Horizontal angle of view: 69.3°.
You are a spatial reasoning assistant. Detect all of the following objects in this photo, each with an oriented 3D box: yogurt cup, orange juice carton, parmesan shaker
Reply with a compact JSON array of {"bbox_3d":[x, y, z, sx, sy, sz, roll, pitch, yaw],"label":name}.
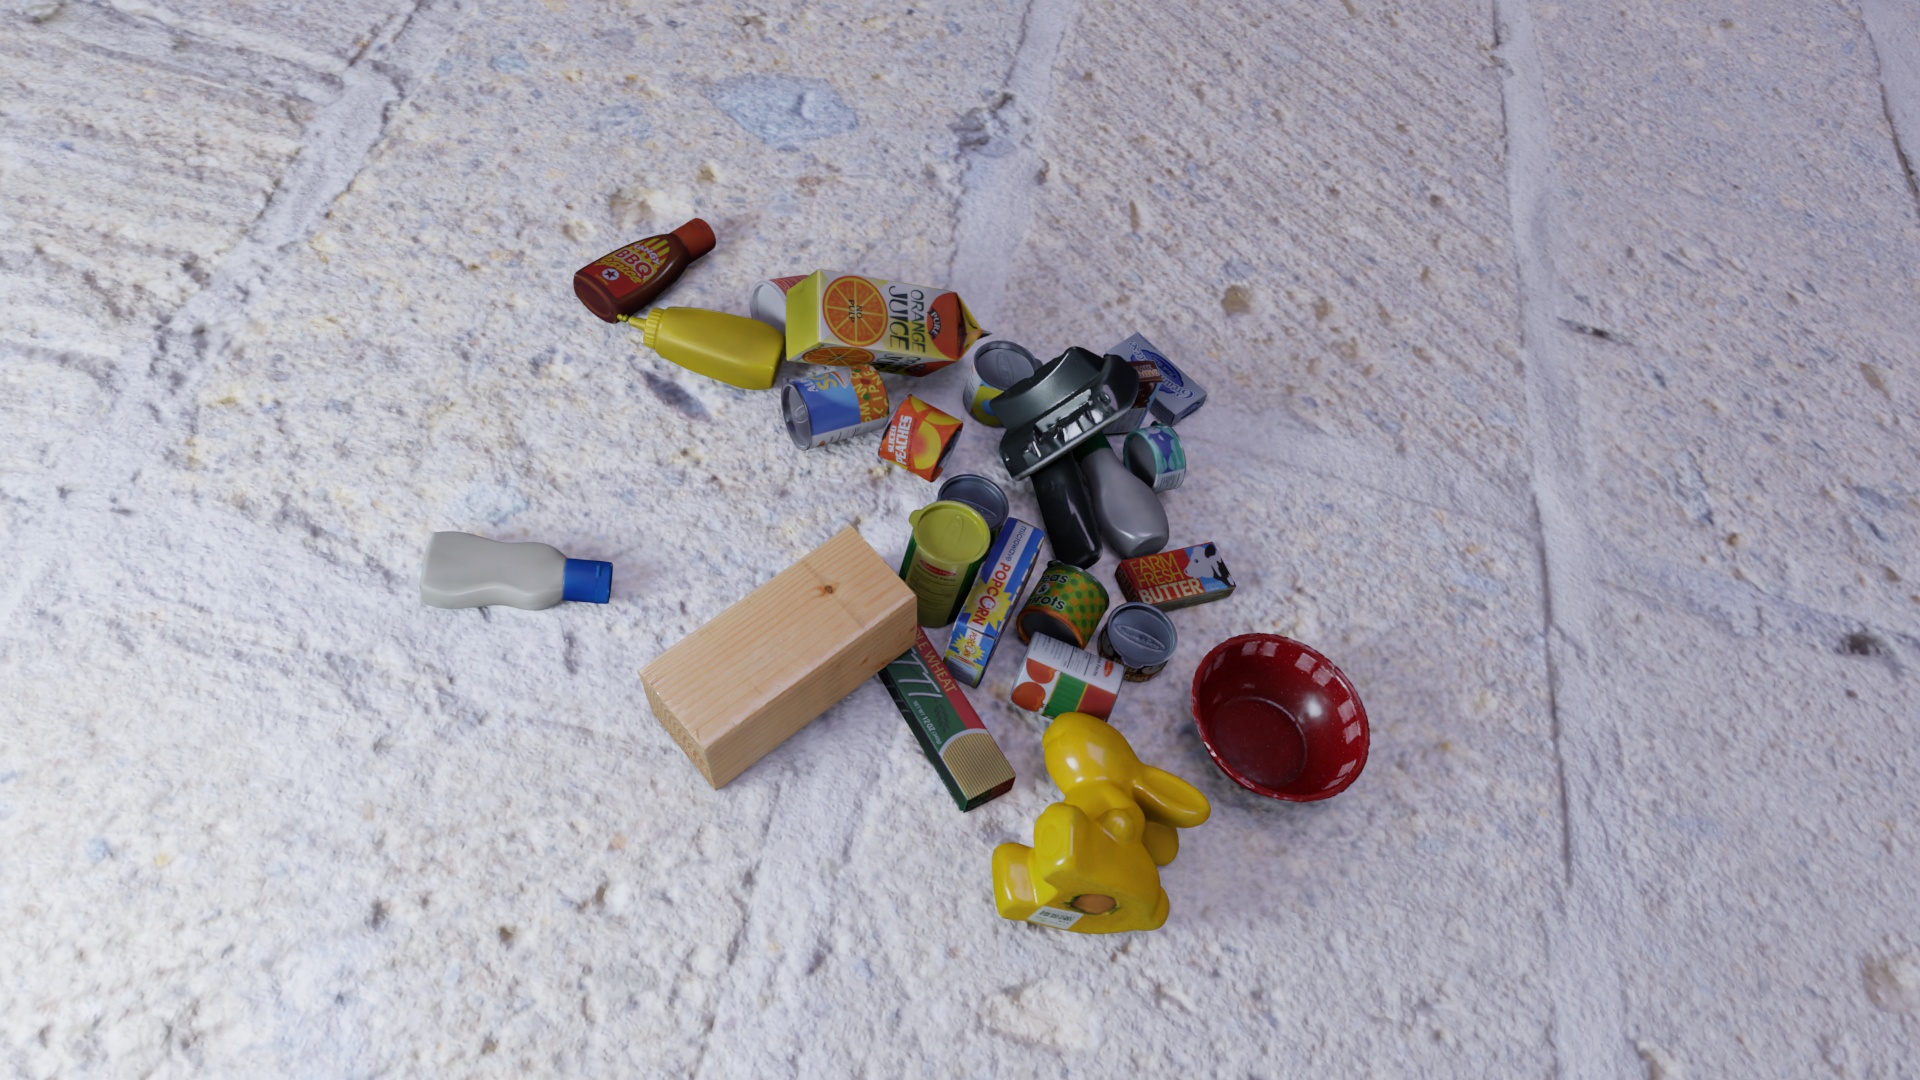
[{"bbox_3d":[-0.168,-0.230,1.372,0.054,0.072,0.072,-26,65,-37],"label":"yogurt cup"},{"bbox_3d":[-0.067,-0.205,1.344,0.193,0.071,0.073,3,80,-32],"label":"orange juice carton"},{"bbox_3d":[-0.020,0.020,1.205,0.071,0.102,0.071,7,54,-10],"label":"parmesan shaker"}]

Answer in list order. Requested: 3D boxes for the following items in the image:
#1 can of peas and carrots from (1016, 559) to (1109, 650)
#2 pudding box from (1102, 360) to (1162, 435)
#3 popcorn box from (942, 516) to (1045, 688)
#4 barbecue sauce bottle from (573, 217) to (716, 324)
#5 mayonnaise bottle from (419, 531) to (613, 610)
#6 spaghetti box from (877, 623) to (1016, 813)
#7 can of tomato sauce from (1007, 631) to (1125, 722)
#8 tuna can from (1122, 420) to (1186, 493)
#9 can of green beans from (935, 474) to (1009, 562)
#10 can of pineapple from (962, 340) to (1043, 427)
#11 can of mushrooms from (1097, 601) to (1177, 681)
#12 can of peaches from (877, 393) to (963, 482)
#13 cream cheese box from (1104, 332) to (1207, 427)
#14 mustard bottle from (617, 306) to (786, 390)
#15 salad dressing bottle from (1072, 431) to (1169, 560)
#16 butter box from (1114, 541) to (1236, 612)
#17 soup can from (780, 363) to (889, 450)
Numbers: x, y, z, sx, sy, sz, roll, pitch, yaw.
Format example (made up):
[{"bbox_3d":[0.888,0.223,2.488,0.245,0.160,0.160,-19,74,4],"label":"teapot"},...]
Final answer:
[{"bbox_3d":[0.089,0.062,1.224,0.071,0.070,0.059,29,54,7],"label":"can of peas and carrots"},{"bbox_3d":[0.163,-0.141,1.378,0.050,0.083,0.030,-5,57,-17],"label":"pudding box"},{"bbox_3d":[0.029,0.053,1.205,0.038,0.084,0.127,24,54,5],"label":"popcorn box"},{"bbox_3d":[-0.308,-0.272,1.379,0.065,0.043,0.149,38,55,15],"label":"barbecue sauce bottle"},{"bbox_3d":[-0.366,0.029,1.152,0.148,0.041,0.065,6,56,-11],"label":"mayonnaise bottle"},{"bbox_3d":[-0.040,0.114,1.180,0.050,0.028,0.251,-22,63,-25],"label":"spaghetti box"},{"bbox_3d":[0.089,0.124,1.184,0.083,0.070,0.071,22,53,2],"label":"can of tomato sauce"},{"bbox_3d":[0.187,-0.081,1.351,0.033,0.070,0.071,-14,60,-22],"label":"tuna can"},{"bbox_3d":[0.006,-0.017,1.266,0.071,0.057,0.071,7,54,-10],"label":"can of green beans"},{"bbox_3d":[0.041,-0.154,1.372,0.071,0.057,0.071,7,54,-9],"label":"can of pineapple"},{"bbox_3d":[0.157,0.093,1.241,0.071,0.033,0.071,7,54,-10],"label":"can of mushrooms"},{"bbox_3d":[-0.038,-0.095,1.304,0.058,0.071,0.071,28,54,5],"label":"can of peaches"},{"bbox_3d":[0.200,-0.167,1.443,0.053,0.024,0.104,-34,69,-30],"label":"cream cheese box"},{"bbox_3d":[-0.250,-0.192,1.333,0.160,0.048,0.065,16,54,-2],"label":"mustard bottle"},{"bbox_3d":[0.148,-0.050,1.336,0.064,0.043,0.148,-14,59,-21],"label":"salad dressing bottle"},{"bbox_3d":[0.201,0.036,1.298,0.104,0.024,0.053,-11,59,-21],"label":"butter box"},{"bbox_3d":[-0.119,-0.129,1.308,0.084,0.071,0.071,-18,62,-25],"label":"soup can"}]
